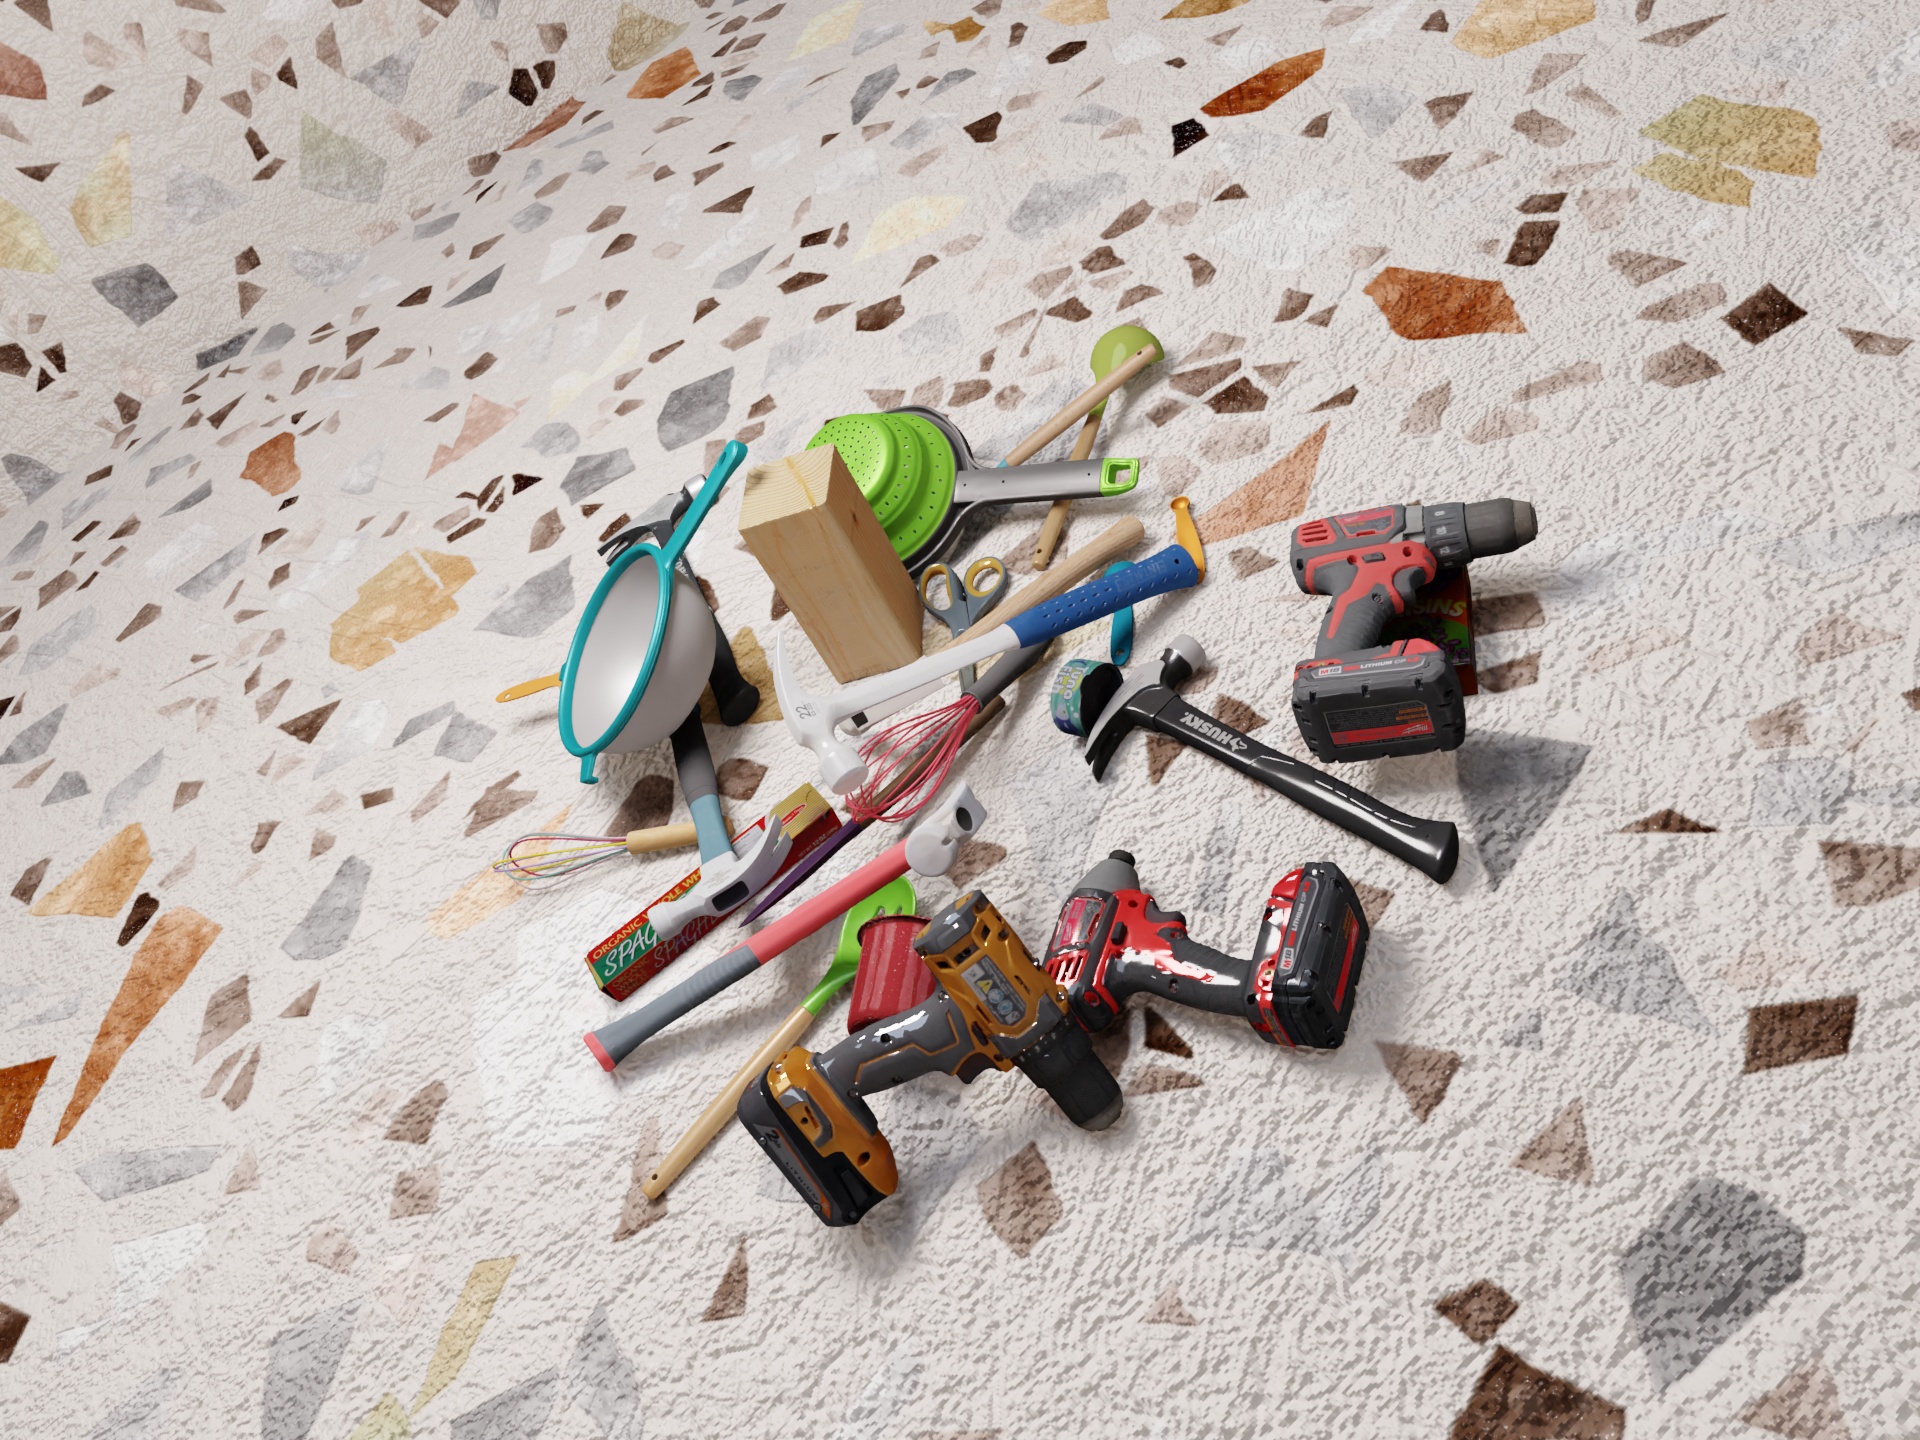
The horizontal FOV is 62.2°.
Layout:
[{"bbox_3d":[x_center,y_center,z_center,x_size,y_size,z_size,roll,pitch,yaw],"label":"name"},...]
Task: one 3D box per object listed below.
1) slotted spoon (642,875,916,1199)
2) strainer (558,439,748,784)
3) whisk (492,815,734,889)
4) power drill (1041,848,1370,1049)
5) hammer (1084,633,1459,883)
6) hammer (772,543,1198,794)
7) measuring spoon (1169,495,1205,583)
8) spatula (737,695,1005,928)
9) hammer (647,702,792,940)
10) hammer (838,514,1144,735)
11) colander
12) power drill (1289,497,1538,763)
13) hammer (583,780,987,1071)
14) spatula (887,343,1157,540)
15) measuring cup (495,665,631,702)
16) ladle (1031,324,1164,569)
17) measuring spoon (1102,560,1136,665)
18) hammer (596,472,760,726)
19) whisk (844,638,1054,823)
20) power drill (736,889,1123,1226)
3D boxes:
[{"bbox_3d":[-0.139,0.248,1.252,0.070,0.031,0.314,25,67,44],"label":"slotted spoon"},{"bbox_3d":[-0.259,-0.104,1.484,0.340,0.095,0.211,-55,35,20],"label":"strainer"},{"bbox_3d":[-0.323,0.117,1.475,0.245,0.047,0.051,-11,44,15],"label":"whisk"},{"bbox_3d":[0.168,0.156,1.130,0.220,0.078,0.143,-1,49,33],"label":"power drill"},{"bbox_3d":[0.239,0.041,1.226,0.146,0.035,0.335,-44,44,-15],"label":"hammer"},{"bbox_3d":[0.031,-0.072,1.331,0.405,0.035,0.144,-24,65,-27],"label":"hammer"},{"bbox_3d":[0.210,-0.164,1.460,0.021,0.011,0.117,-18,47,15],"label":"measuring spoon"},{"bbox_3d":[-0.071,0.074,1.343,0.316,0.018,0.060,-41,2,-27],"label":"spatula"},{"bbox_3d":[-0.234,0.070,1.432,0.128,0.033,0.331,-27,32,-2],"label":"hammer"},{"bbox_3d":[0.038,-0.091,1.423,0.331,0.031,0.130,-36,5,-20],"label":"hammer"},{"bbox_3d":[-0.023,-0.240,1.551,0.397,0.094,0.205,0,72,29],"label":"colander"},{"bbox_3d":[0.340,-0.082,1.199,0.188,0.080,0.227,-8,44,24],"label":"power drill"},{"bbox_3d":[-0.145,0.171,1.268,0.386,0.038,0.143,-33,4,19],"label":"hammer"},{"bbox_3d":[0.063,-0.277,1.589,0.317,0.044,0.082,-36,46,20],"label":"spatula"},{"bbox_3d":[-0.398,-0.028,1.646,0.173,0.052,0.095,-14,45,21],"label":"measuring cup"},{"bbox_3d":[0.131,-0.274,1.594,0.078,0.062,0.320,3,59,33],"label":"ladle"},{"bbox_3d":[0.143,-0.100,1.424,0.042,0.021,0.129,-12,44,20],"label":"measuring spoon"},{"bbox_3d":[-0.286,-0.123,1.684,0.149,0.036,0.409,-32,42,1],"label":"hammer"},{"bbox_3d":[-0.002,-0.004,1.354,0.073,0.073,0.296,10,39,36],"label":"whisk"},{"bbox_3d":[-0.016,0.253,1.101,0.226,0.185,0.084,-39,1,6],"label":"power drill"}]
